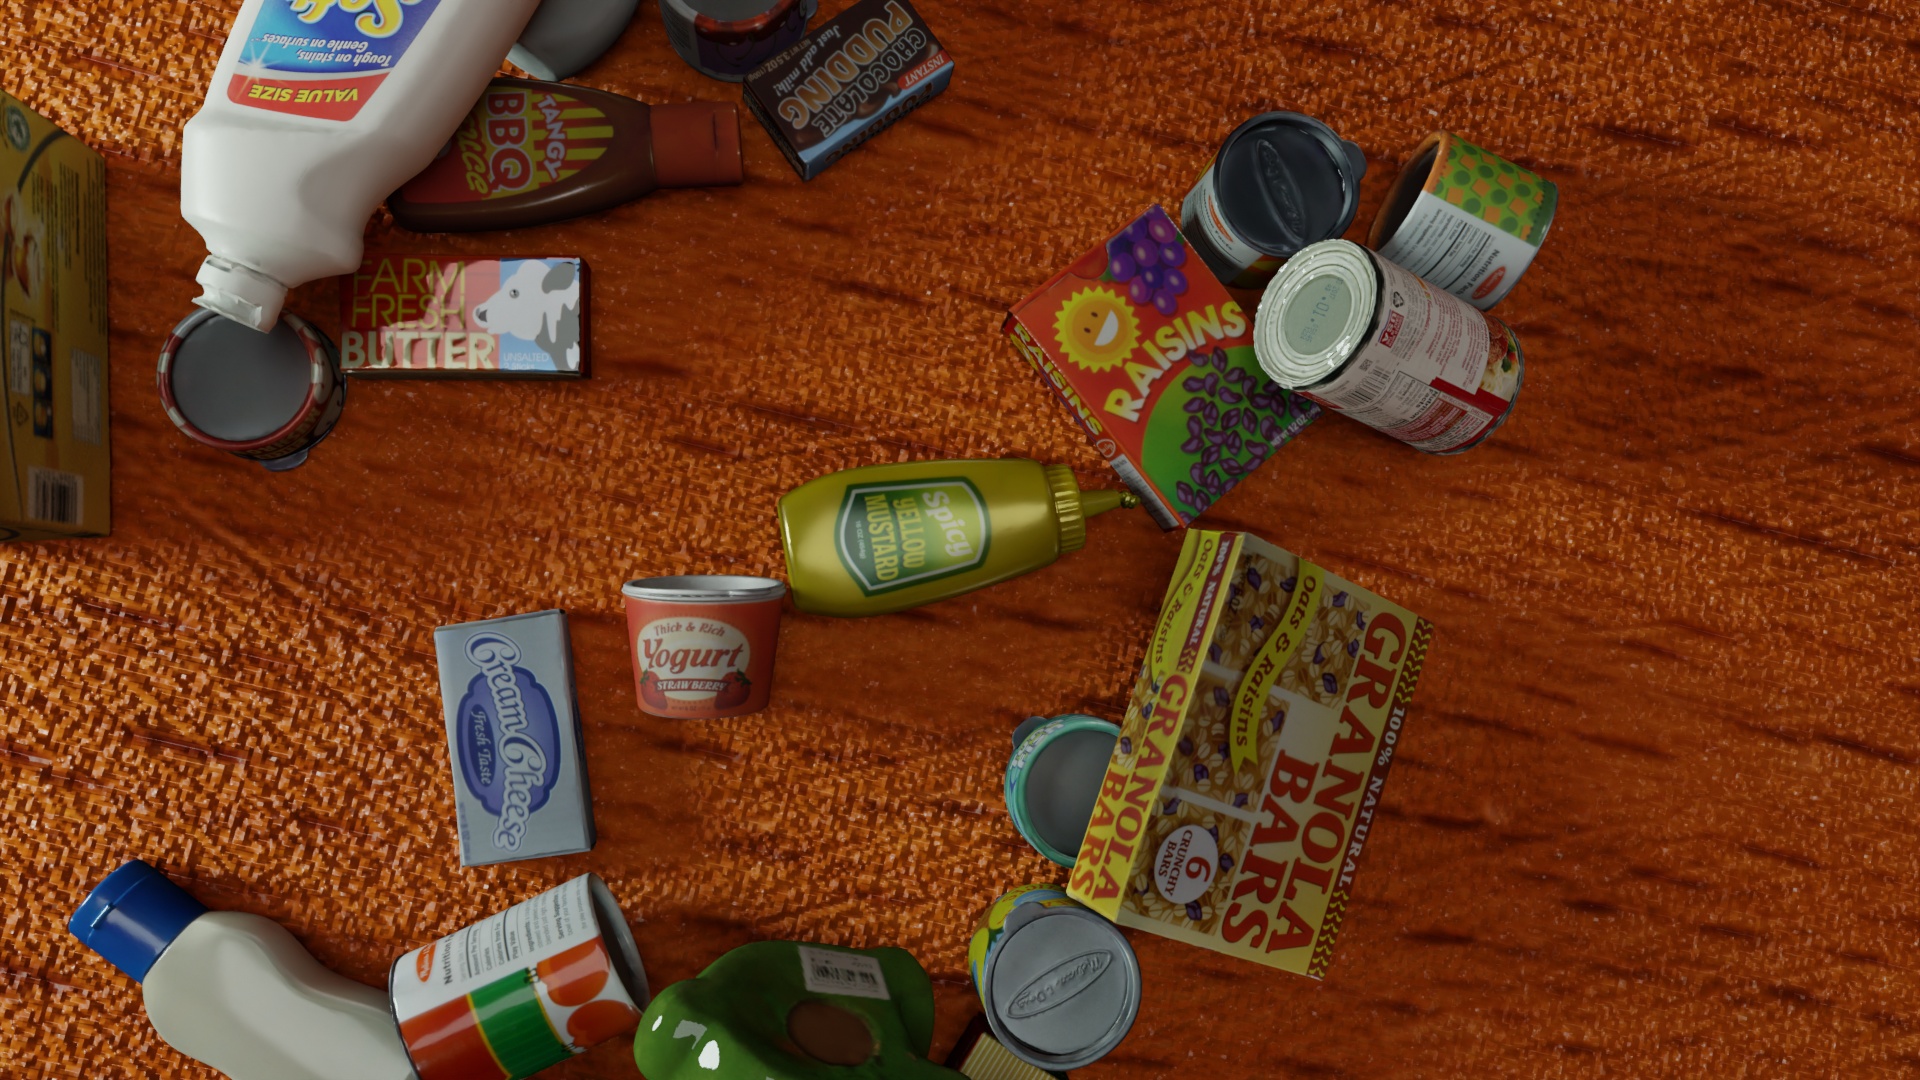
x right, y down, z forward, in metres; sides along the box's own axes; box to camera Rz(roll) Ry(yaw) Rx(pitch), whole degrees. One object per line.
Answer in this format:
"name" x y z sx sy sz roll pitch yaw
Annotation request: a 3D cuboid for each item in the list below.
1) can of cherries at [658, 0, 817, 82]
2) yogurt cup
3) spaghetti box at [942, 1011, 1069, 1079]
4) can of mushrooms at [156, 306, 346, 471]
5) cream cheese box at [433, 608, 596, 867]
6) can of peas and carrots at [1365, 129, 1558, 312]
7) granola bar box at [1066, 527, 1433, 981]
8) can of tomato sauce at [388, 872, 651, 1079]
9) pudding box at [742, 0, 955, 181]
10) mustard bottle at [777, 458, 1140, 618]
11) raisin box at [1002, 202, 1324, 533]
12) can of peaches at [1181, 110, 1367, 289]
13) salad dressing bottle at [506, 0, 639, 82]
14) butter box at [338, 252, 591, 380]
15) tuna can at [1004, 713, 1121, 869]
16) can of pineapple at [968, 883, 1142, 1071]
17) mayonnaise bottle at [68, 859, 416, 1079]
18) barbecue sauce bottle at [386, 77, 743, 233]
"can of cherries" -0.098 -0.245 0.609 0.071 0.058 0.071 0 86 -6
"yogurt cup" -0.108 0.044 0.586 0.072 0.072 0.054 1 94 -6
"spaghetti box" -0.040 0.324 0.589 0.050 0.028 0.250 34 83 -2
"can of mushrooms" -0.298 -0.066 0.587 0.071 0.033 0.071 1 85 -7
"cream cheese box" -0.189 0.084 0.592 0.053 0.024 0.104 -8 87 -7
"can of peas and carrots" 0.228 -0.148 0.637 0.059 0.071 0.071 25 84 -4
"granola bar box" 0.128 0.092 0.598 0.124 0.039 0.165 23 83 -29
"can of tomato sauce" -0.176 0.184 0.566 0.083 0.071 0.071 -23 89 -8
"pudding box" -0.050 -0.206 0.626 0.084 0.030 0.049 -35 91 -7
"mustard bottle" 0.002 -0.008 0.608 0.160 0.049 0.065 -11 89 -7
"raisin box" 0.090 -0.077 0.628 0.086 0.040 0.123 -38 90 -7
"can of peaches" 0.141 -0.153 0.630 0.071 0.058 0.071 1 85 -6
"salad dressing bottle" -0.157 -0.275 0.613 0.064 0.044 0.148 31 82 -2
"butter box" -0.214 -0.097 0.603 0.103 0.024 0.053 0 87 -6
"tuna can" 0.052 0.109 0.613 0.071 0.033 0.071 0 86 -7
"can of pineapple" 0.038 0.182 0.594 0.071 0.058 0.071 0 86 -7
"mayonnaise bottle" -0.288 0.187 0.566 0.148 0.041 0.065 37 82 -2
"barbecue sauce bottle" -0.170 -0.169 0.603 0.149 0.043 0.065 -5 86 -7
